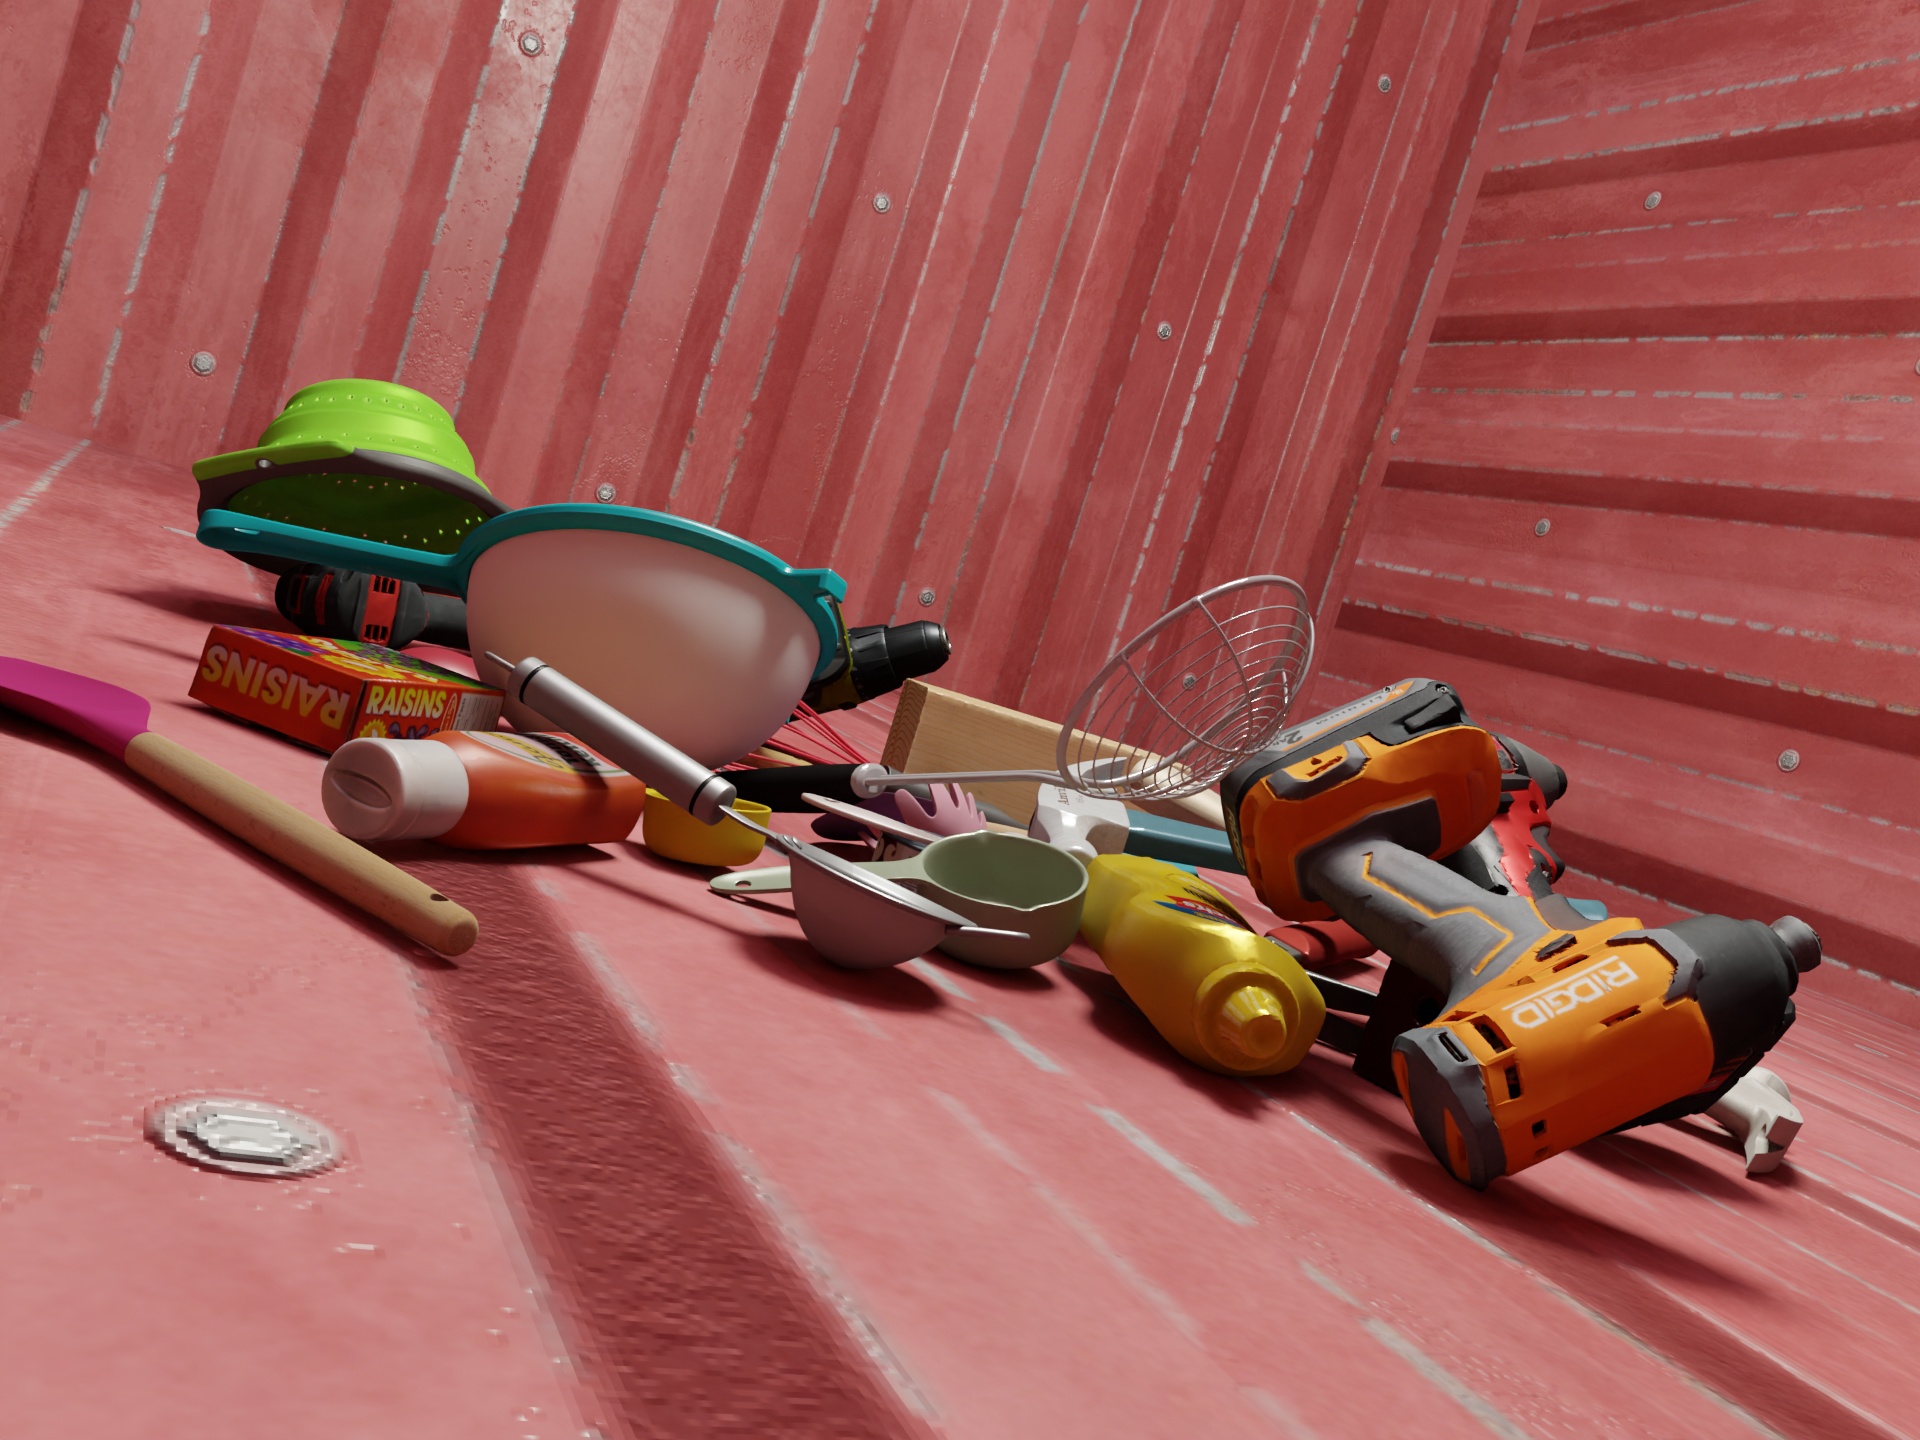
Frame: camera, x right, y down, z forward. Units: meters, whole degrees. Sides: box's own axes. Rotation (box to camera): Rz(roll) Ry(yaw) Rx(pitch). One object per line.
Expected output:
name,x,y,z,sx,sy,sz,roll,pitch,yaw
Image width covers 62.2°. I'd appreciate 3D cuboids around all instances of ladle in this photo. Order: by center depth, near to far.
ladle,-0.226,0.000,1.036,0.315,0.031,0.069,17,2,-37

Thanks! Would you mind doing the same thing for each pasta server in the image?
pasta server,0.030,0.077,0.985,0.040,0.060,0.316,56,15,19

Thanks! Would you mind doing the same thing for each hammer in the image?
hammer,0.196,0.083,0.856,0.331,0.033,0.128,12,22,-9
hammer,0.269,0.127,0.912,0.411,0.038,0.146,29,8,25
hammer,0.211,0.138,0.945,0.149,0.037,0.359,19,4,26

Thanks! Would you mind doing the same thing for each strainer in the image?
strainer,-0.093,0.038,0.634,0.258,0.050,0.086,31,-1,16
strainer,-0.238,-0.037,0.851,0.340,0.095,0.211,11,-24,-12

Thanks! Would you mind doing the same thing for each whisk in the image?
whisk,-0.069,0.034,1.056,0.295,0.073,0.073,23,1,-26

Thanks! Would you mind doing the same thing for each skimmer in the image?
skimmer,-0.001,-0.002,0.766,0.363,0.090,0.127,-5,-3,42

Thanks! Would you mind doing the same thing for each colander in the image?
colander,-0.387,-0.144,1.158,0.204,0.095,0.396,-7,-18,10

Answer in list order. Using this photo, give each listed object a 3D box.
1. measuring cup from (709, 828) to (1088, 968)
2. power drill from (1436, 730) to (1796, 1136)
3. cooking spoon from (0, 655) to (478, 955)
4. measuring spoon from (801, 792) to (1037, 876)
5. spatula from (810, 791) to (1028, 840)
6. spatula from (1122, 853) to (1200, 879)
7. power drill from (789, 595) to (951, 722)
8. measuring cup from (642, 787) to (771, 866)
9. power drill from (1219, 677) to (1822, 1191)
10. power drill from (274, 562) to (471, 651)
measuring cup,-0.026,0.083,0.701,0.167,0.038,0.083,-1,21,-13
power drill,0.297,0.091,0.799,0.143,0.078,0.220,-2,44,-28
cooking spoon,-0.270,0.019,0.552,0.319,0.017,0.068,19,5,34
measuring spoon,-0.017,0.050,0.768,0.124,0.018,0.034,17,4,3
spatula,0.001,0.070,0.990,0.060,0.018,0.315,-27,-19,21
spatula,0.103,0.092,0.991,0.082,0.044,0.317,7,-9,6
power drill,-0.114,-0.044,1.168,0.190,0.080,0.228,-15,-6,8
measuring cup,-0.163,0.044,0.729,0.156,0.029,0.062,6,1,13
power drill,0.220,0.073,0.655,0.164,0.084,0.227,-22,34,-6
power drill,-0.345,-0.067,1.087,0.226,0.080,0.188,10,1,-38
